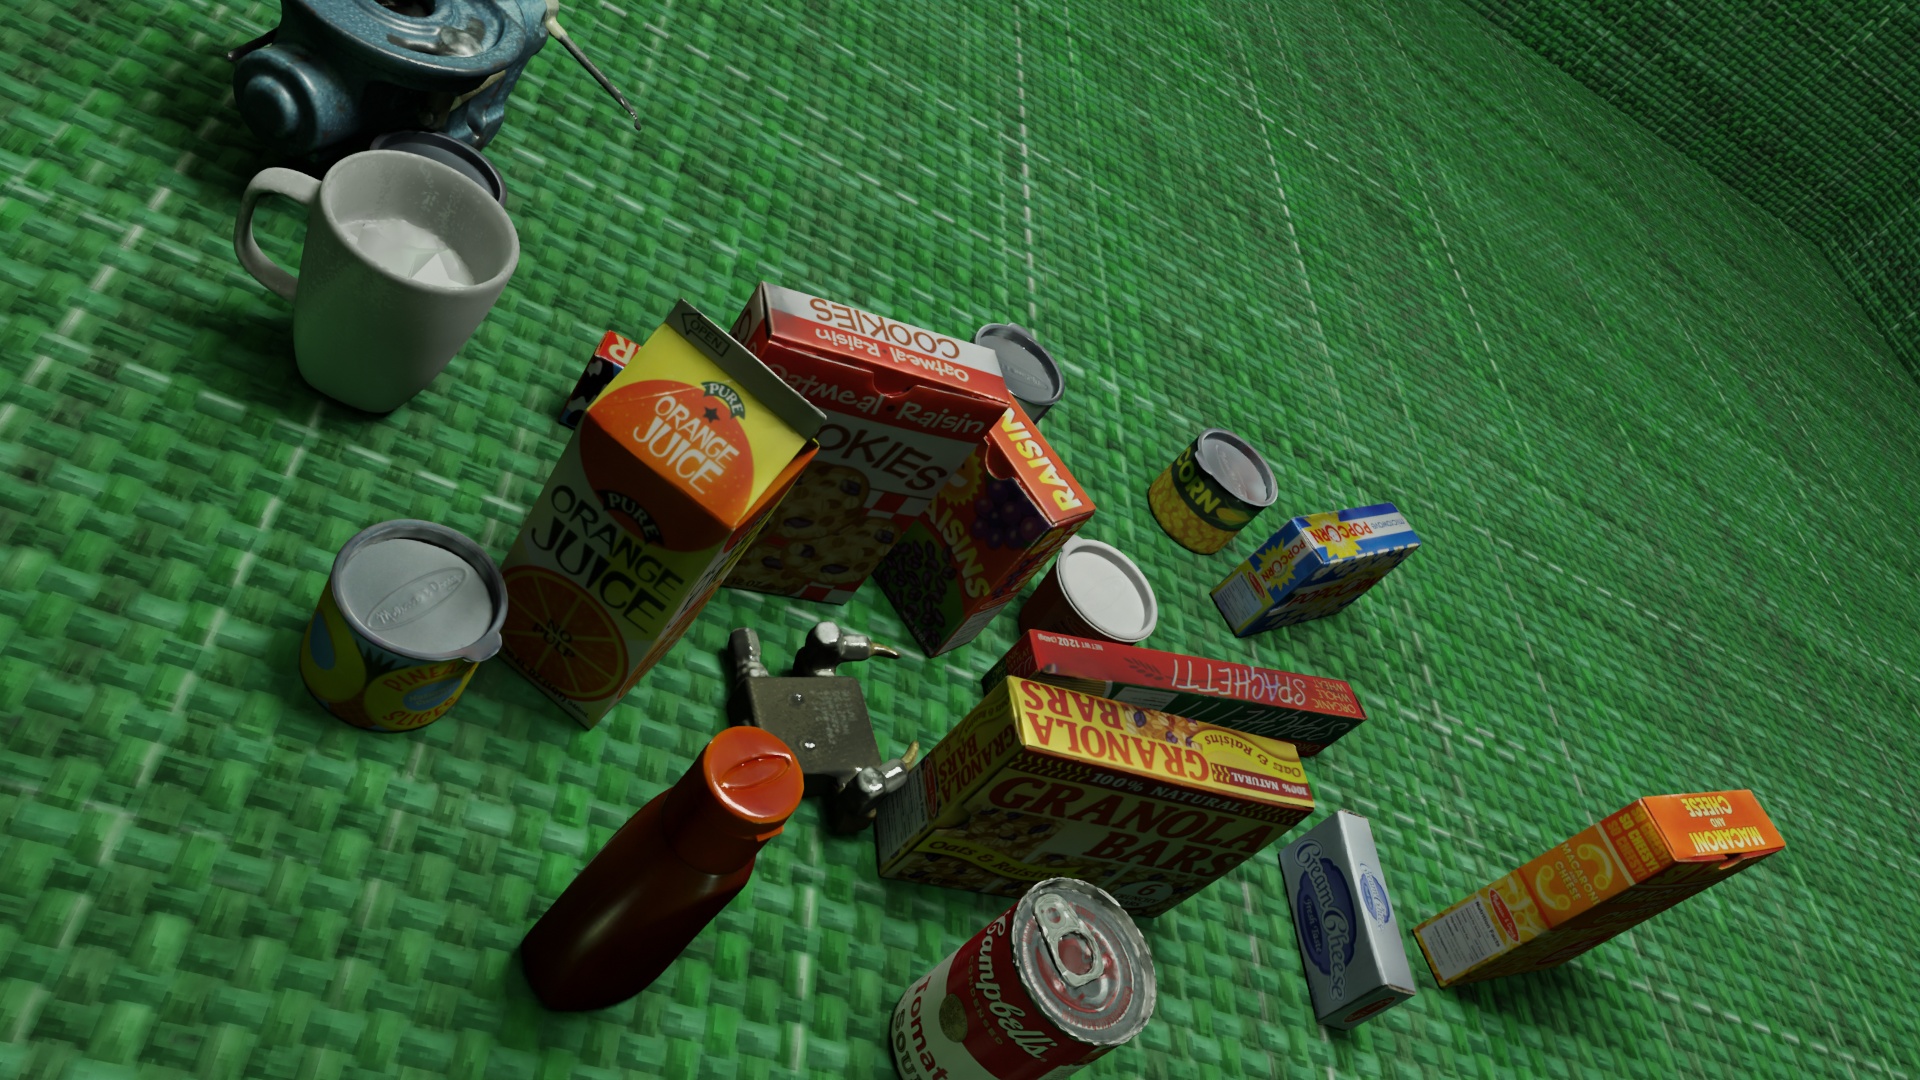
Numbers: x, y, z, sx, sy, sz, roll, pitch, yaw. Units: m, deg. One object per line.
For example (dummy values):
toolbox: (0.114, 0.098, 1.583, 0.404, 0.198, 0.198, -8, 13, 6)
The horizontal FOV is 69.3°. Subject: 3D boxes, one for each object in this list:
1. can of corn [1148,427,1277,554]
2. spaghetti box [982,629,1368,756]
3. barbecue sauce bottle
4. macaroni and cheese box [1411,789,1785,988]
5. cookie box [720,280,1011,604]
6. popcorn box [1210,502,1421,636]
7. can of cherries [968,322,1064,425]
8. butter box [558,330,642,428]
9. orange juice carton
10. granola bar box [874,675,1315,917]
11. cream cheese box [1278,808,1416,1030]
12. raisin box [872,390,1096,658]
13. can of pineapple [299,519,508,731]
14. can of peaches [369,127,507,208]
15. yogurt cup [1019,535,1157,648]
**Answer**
can of corn: (0.168, -0.033, 0.937, 0.071, 0.058, 0.071, 22, 42, -22)
spaghetti box: (0.129, 0.091, 0.795, 0.250, 0.050, 0.029, 11, 48, -32)
barbecue sauce bottle: (-0.105, 0.119, 0.499, 0.065, 0.147, 0.044, -12, 62, -45)
macaroni and cheese box: (0.362, 0.200, 0.792, 0.124, 0.165, 0.040, 5, 51, -36)
cookie box: (-0.072, -0.037, 0.657, 0.123, 0.166, 0.040, 12, 47, -32)
popcorn box: (0.238, 0.018, 0.925, 0.127, 0.084, 0.038, -8, 59, -43)
can of cherries: (0.023, -0.095, 0.876, 0.071, 0.058, 0.072, 22, 42, -22)
butter box: (-0.146, -0.061, 0.710, 0.103, 0.053, 0.024, 27, 41, -17)
orange juice carton: (-0.125, -0.012, 0.570, 0.072, 0.191, 0.073, 40, 39, -2)
granola bar box: (0.061, 0.126, 0.648, 0.165, 0.123, 0.039, 16, 45, -28)
cream cheese box: (0.207, 0.204, 0.751, 0.024, 0.053, 0.104, 20, 43, -25)
raisin box: (0.003, -0.009, 0.727, 0.040, 0.122, 0.086, -16, 65, -46)
can of pineapple: (-0.221, 0.036, 0.553, 0.071, 0.057, 0.071, 22, 42, -22)
can of peaches: (-0.271, -0.163, 0.699, 0.071, 0.057, 0.071, 22, 42, -22)
yogurt cup: (0.070, 0.042, 0.790, 0.072, 0.053, 0.073, 22, 42, -22)
